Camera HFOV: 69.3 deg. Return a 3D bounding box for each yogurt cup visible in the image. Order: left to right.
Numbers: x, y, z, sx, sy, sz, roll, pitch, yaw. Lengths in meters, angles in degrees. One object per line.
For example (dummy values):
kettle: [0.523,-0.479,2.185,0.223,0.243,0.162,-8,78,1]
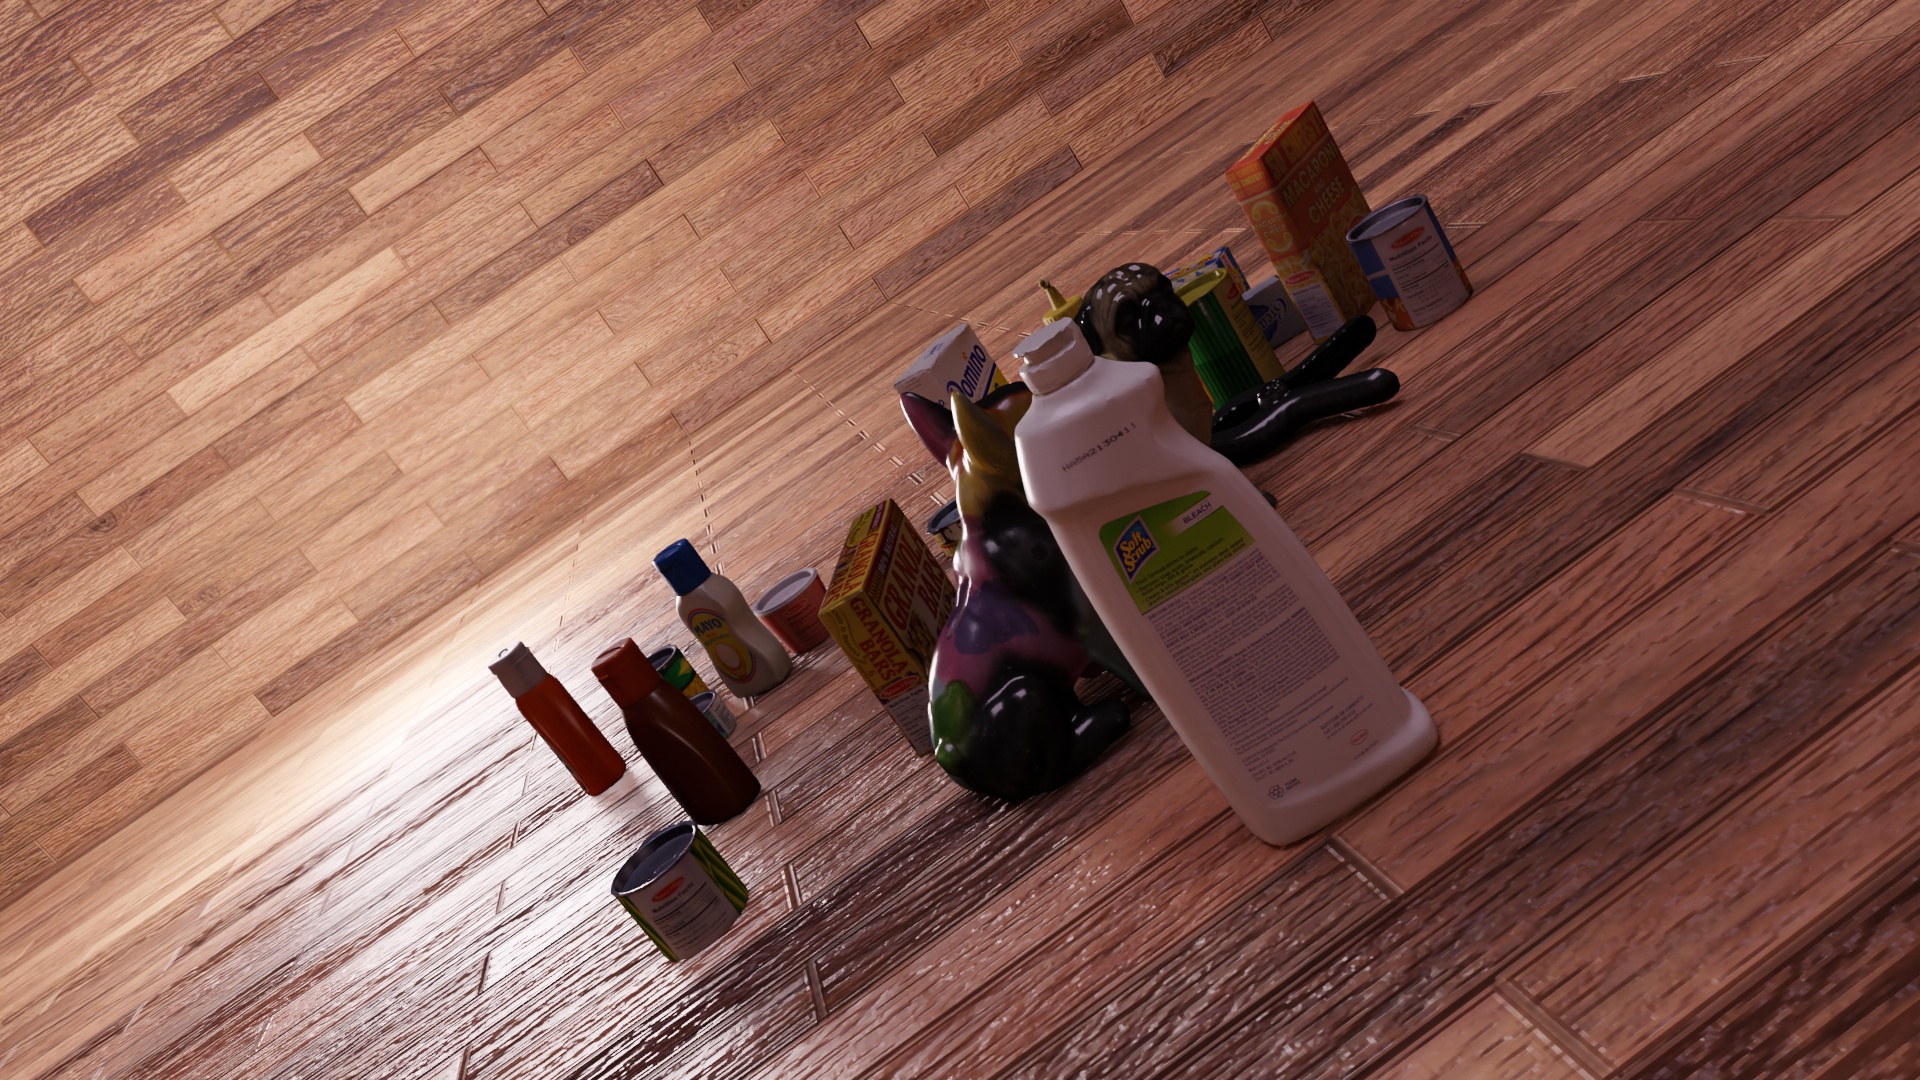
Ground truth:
yogurt cup: [-0.144,0.065,1.252,0.072,0.054,0.072,-30,17,10]

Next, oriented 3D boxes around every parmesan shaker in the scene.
parmesan shaker: [0.213,-0.161,1.138,0.071,0.103,0.071,-31,17,10]

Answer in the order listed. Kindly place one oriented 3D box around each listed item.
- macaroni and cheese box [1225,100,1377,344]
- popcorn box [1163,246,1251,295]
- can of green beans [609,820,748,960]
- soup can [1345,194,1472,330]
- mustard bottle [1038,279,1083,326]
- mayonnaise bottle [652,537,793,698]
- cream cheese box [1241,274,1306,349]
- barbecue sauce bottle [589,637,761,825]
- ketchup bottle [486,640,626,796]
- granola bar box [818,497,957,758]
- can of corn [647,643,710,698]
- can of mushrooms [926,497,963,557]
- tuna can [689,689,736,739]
macaroni and cheese box: [0.297,-0.267,1.168,0.040,0.166,0.124,-16,24,46]
popcorn box: [0.212,-0.210,1.306,0.126,0.085,0.038,-20,22,38]
can of green beans: [-0.177,0.221,0.876,0.071,0.057,0.071,-30,17,10]
soup can: [0.347,-0.215,1.077,0.071,0.083,0.071,-30,17,10]
mustard bottle: [0.116,-0.167,1.233,0.065,0.160,0.049,-27,18,21]
mayonnaise bottle: [-0.210,0.067,1.204,0.064,0.147,0.041,-23,20,32]
cream cheese box: [0.247,-0.183,1.224,0.104,0.053,0.024,-32,17,5]
barbecue sauce bottle: [-0.210,0.139,1.007,0.064,0.148,0.044,-21,21,37]
ketchup bottle: [-0.356,0.156,1.224,0.043,0.148,0.065,-38,17,-14]
granola bar box: [-0.037,0.055,0.964,0.039,0.124,0.166,-29,17,14]
can of corn: [-0.269,0.137,1.273,0.071,0.058,0.071,-30,17,10]
can of mushrooms: [0.004,-0.016,1.237,0.071,0.033,0.071,-30,17,10]
tuna can: [-0.227,0.161,1.174,0.071,0.032,0.071,-30,17,10]
